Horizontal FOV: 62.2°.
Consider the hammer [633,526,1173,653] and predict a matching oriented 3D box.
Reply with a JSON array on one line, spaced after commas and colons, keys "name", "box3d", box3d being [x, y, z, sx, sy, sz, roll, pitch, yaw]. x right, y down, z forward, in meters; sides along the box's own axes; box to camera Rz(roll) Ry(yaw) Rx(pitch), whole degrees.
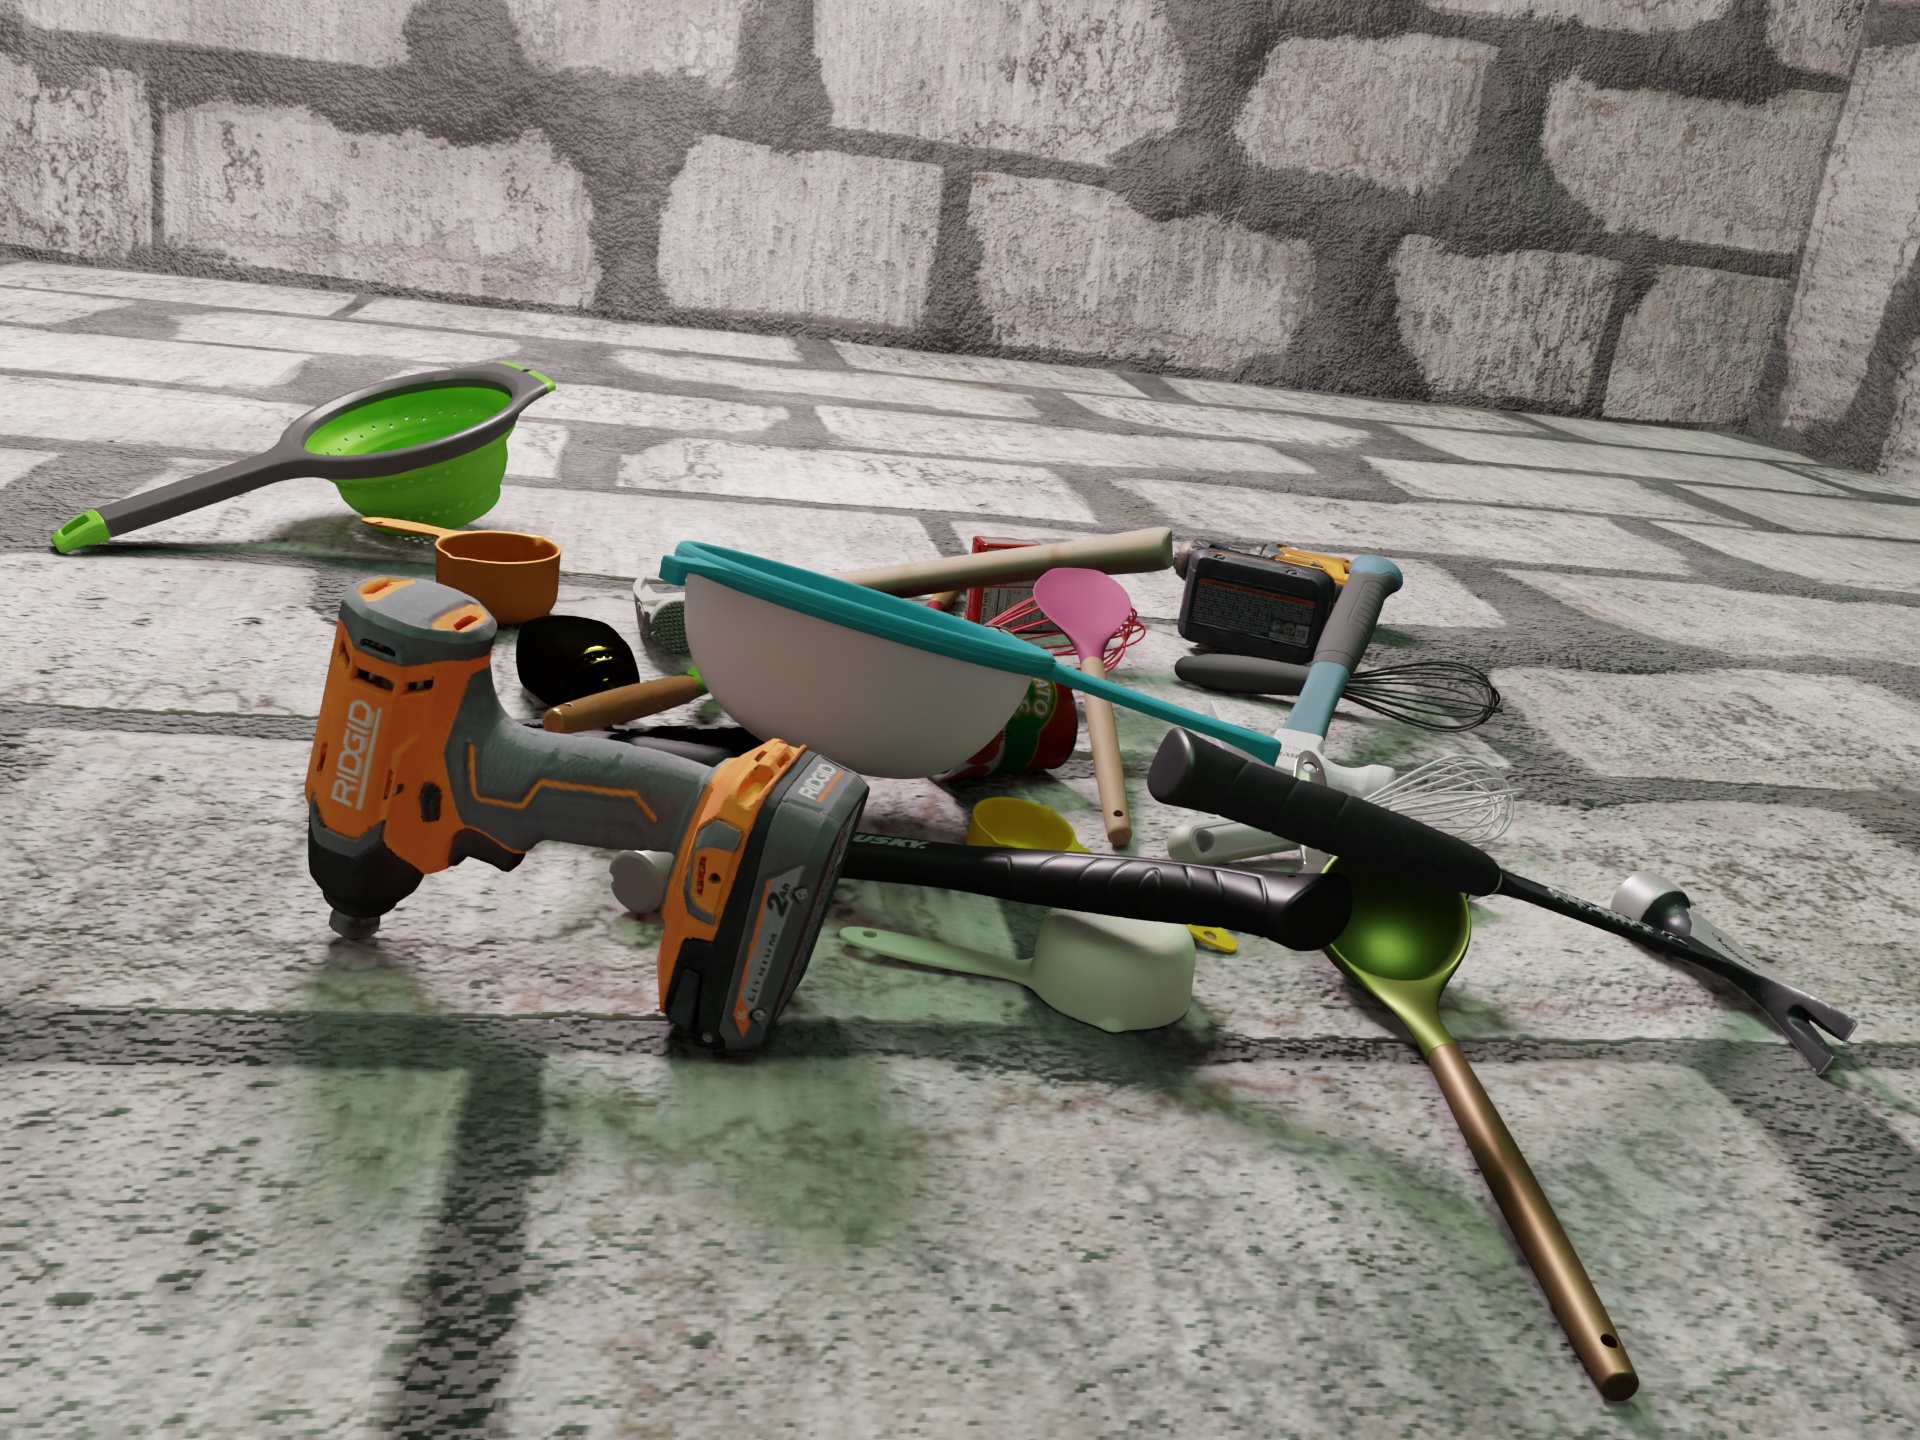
[{"name": "hammer", "box3d": [-0.036, -0.107, 1.188, 0.410, 0.038, 0.146, -9, 16, -17]}]

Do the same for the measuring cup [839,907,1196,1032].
[{"name": "measuring cup", "box3d": [0.028, 0.101, 0.741, 0.167, 0.038, 0.083, 10, 20, 1]}]

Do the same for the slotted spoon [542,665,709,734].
[{"name": "slotted spoon", "box3d": [-0.163, -0.016, 0.912, 0.070, 0.031, 0.314, 5, 7, 11]}]

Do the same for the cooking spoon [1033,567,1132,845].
[{"name": "cooking spoon", "box3d": [0.087, -0.021, 1.029, 0.068, 0.017, 0.319, 3, 33, -3]}]

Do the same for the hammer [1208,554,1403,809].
[{"name": "hammer", "box3d": [0.265, -0.039, 1.124, 0.128, 0.033, 0.331, 11, 33, 20]}]

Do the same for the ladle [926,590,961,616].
[{"name": "ladle", "box3d": [-0.018, -0.096, 1.284, 0.069, 0.031, 0.315, -17, 13, 13]}]

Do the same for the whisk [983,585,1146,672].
[{"name": "whisk", "box3d": [0.007, -0.050, 1.132, 0.295, 0.073, 0.073, -11, 26, -27]}]

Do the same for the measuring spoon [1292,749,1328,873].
[{"name": "measuring spoon", "box3d": [0.197, 0.058, 0.878, 0.034, 0.018, 0.124, 10, 45, -3]}]

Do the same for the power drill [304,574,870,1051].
[{"name": "power drill", "box3d": [-0.169, 0.052, 0.673, 0.226, 0.164, 0.084, 22, 21, 4]}]

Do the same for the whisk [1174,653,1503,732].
[{"name": "whisk", "box3d": [0.277, -0.025, 1.176, 0.239, 0.055, 0.055, 7, 19, 12]}]

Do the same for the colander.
[{"name": "colander", "box3d": [-0.512, -0.182, 1.288, 0.397, 0.094, 0.205, -28, 37, -29]}]

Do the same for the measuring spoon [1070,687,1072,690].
[{"name": "measuring spoon", "box3d": [0.018, -0.014, 1.097, 0.128, 0.021, 0.042, -11, 38, -20]}]

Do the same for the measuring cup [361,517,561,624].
[{"name": "measuring cup", "box3d": [-0.373, -0.112, 1.169, 0.174, 0.052, 0.095, 14, 21, 23]}]

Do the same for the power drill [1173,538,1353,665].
[{"name": "power drill", "box3d": [0.251, -0.114, 1.361, 0.185, 0.084, 0.226, 15, 17, 21]}]

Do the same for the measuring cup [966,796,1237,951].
[{"name": "measuring cup", "box3d": [0.071, 0.089, 0.828, 0.157, 0.029, 0.062, 29, 27, 21]}]

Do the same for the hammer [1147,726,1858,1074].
[{"name": "hammer", "box3d": [0.245, 0.076, 0.719, 0.408, 0.036, 0.149, 19, 16, -31]}]

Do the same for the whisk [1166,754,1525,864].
[{"name": "whisk", "box3d": [0.228, 0.058, 0.927, 0.246, 0.058, 0.059, -7, -11, -24]}]

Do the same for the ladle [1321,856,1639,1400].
[{"name": "ladle", "box3d": [0.213, 0.146, 0.664, 0.078, 0.062, 0.320, 4, 23, -3]}]

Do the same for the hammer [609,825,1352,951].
[{"name": "hammer", "box3d": [0.013, 0.068, 0.743, 0.335, 0.035, 0.146, 4, 15, 26]}]

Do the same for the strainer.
[{"name": "strainer", "box3d": [-0.001, -0.003, 0.857, 0.340, 0.095, 0.211, 19, 6, -1]}]
